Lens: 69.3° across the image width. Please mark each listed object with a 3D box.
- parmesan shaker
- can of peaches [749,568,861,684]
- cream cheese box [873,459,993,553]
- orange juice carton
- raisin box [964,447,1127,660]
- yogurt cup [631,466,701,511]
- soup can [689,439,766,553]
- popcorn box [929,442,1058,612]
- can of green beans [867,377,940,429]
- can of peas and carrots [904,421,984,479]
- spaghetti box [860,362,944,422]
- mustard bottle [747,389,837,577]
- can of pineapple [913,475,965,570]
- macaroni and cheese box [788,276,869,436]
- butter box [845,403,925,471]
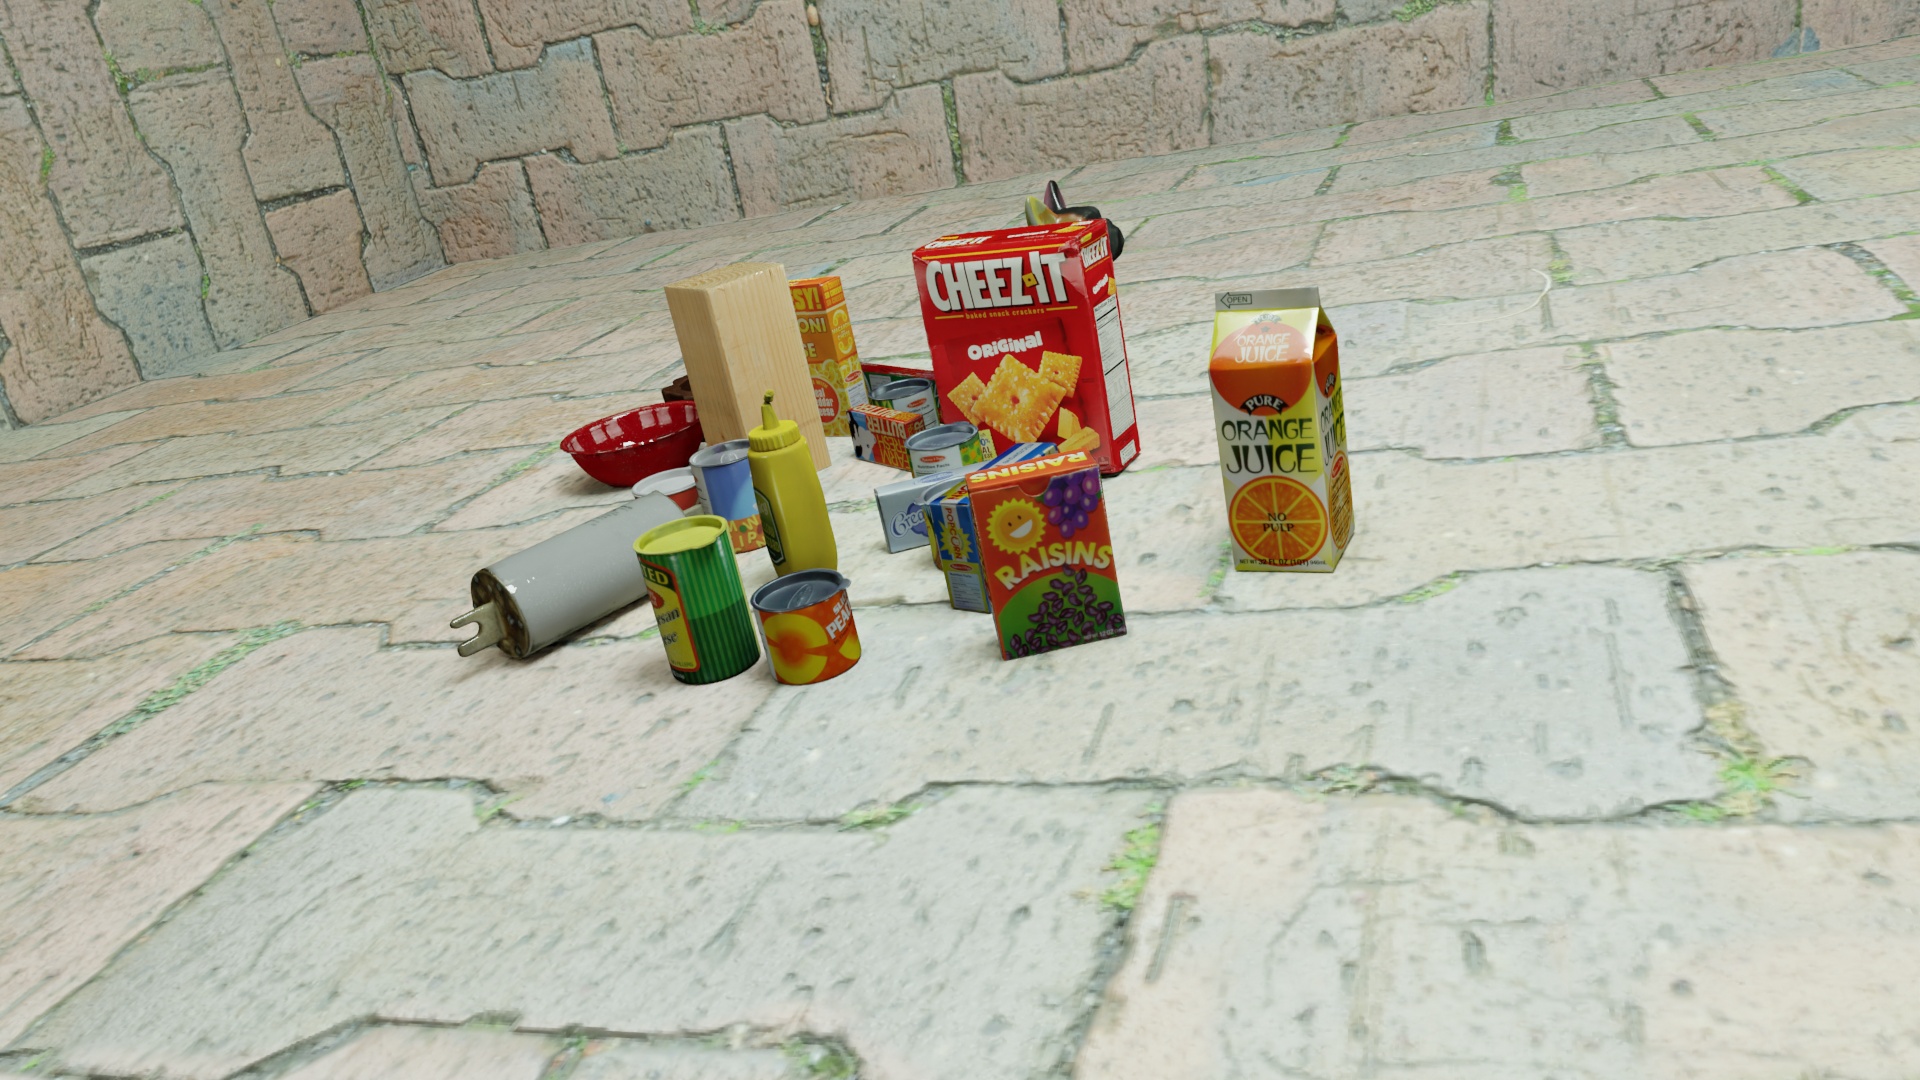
[{"bbox_3d":[-0.183,0.042,0.977,0.071,0.102,0.071,-10,21,4],"label":"parmesan shaker"},{"bbox_3d":[-0.103,0.059,0.956,0.071,0.058,0.071,-10,21,4],"label":"can of peaches"},{"bbox_3d":[-0.015,-0.028,1.137,0.104,0.053,0.024,-14,21,-5],"label":"cream cheese box"},{"bbox_3d":[0.220,-0.080,0.954,0.072,0.192,0.073,0,24,28],"label":"orange juice carton"},{"bbox_3d":[0.056,0.009,0.910,0.086,0.123,0.040,-12,21,-1],"label":"raisin box"},{"bbox_3d":[-0.261,-0.031,1.270,0.072,0.053,0.072,-10,21,4],"label":"yogurt cup"},{"bbox_3d":[-0.192,-0.040,1.216,0.071,0.083,0.071,-10,21,4],"label":"soup can"},{"bbox_3d":[0.033,-0.012,1.029,0.038,0.085,0.127,4,26,35],"label":"popcorn box"},{"bbox_3d":[-0.055,-0.127,1.402,0.071,0.057,0.071,-10,21,4],"label":"can of green beans"},{"bbox_3d":[-0.010,-0.066,1.224,0.071,0.058,0.071,-10,21,4],"label":"can of peas and carrots"},{"bbox_3d":[-0.044,-0.156,1.482,0.029,0.050,0.250,-27,26,-35],"label":"spaghetti box"},{"bbox_3d":[-0.137,-0.042,1.087,0.049,0.159,0.065,-20,22,-22],"label":"mustard bottle"},{"bbox_3d":[0.004,-0.014,1.085,0.071,0.057,0.071,-10,21,4],"label":"can of pineapple"},{"bbox_3d":[-0.169,-0.195,1.484,0.123,0.165,0.040,2,25,31],"label":"macaroni and cheese box"},{"bbox_3d":[-0.069,-0.100,1.349,0.024,0.053,0.103,-25,25,-32],"label":"butter box"}]
